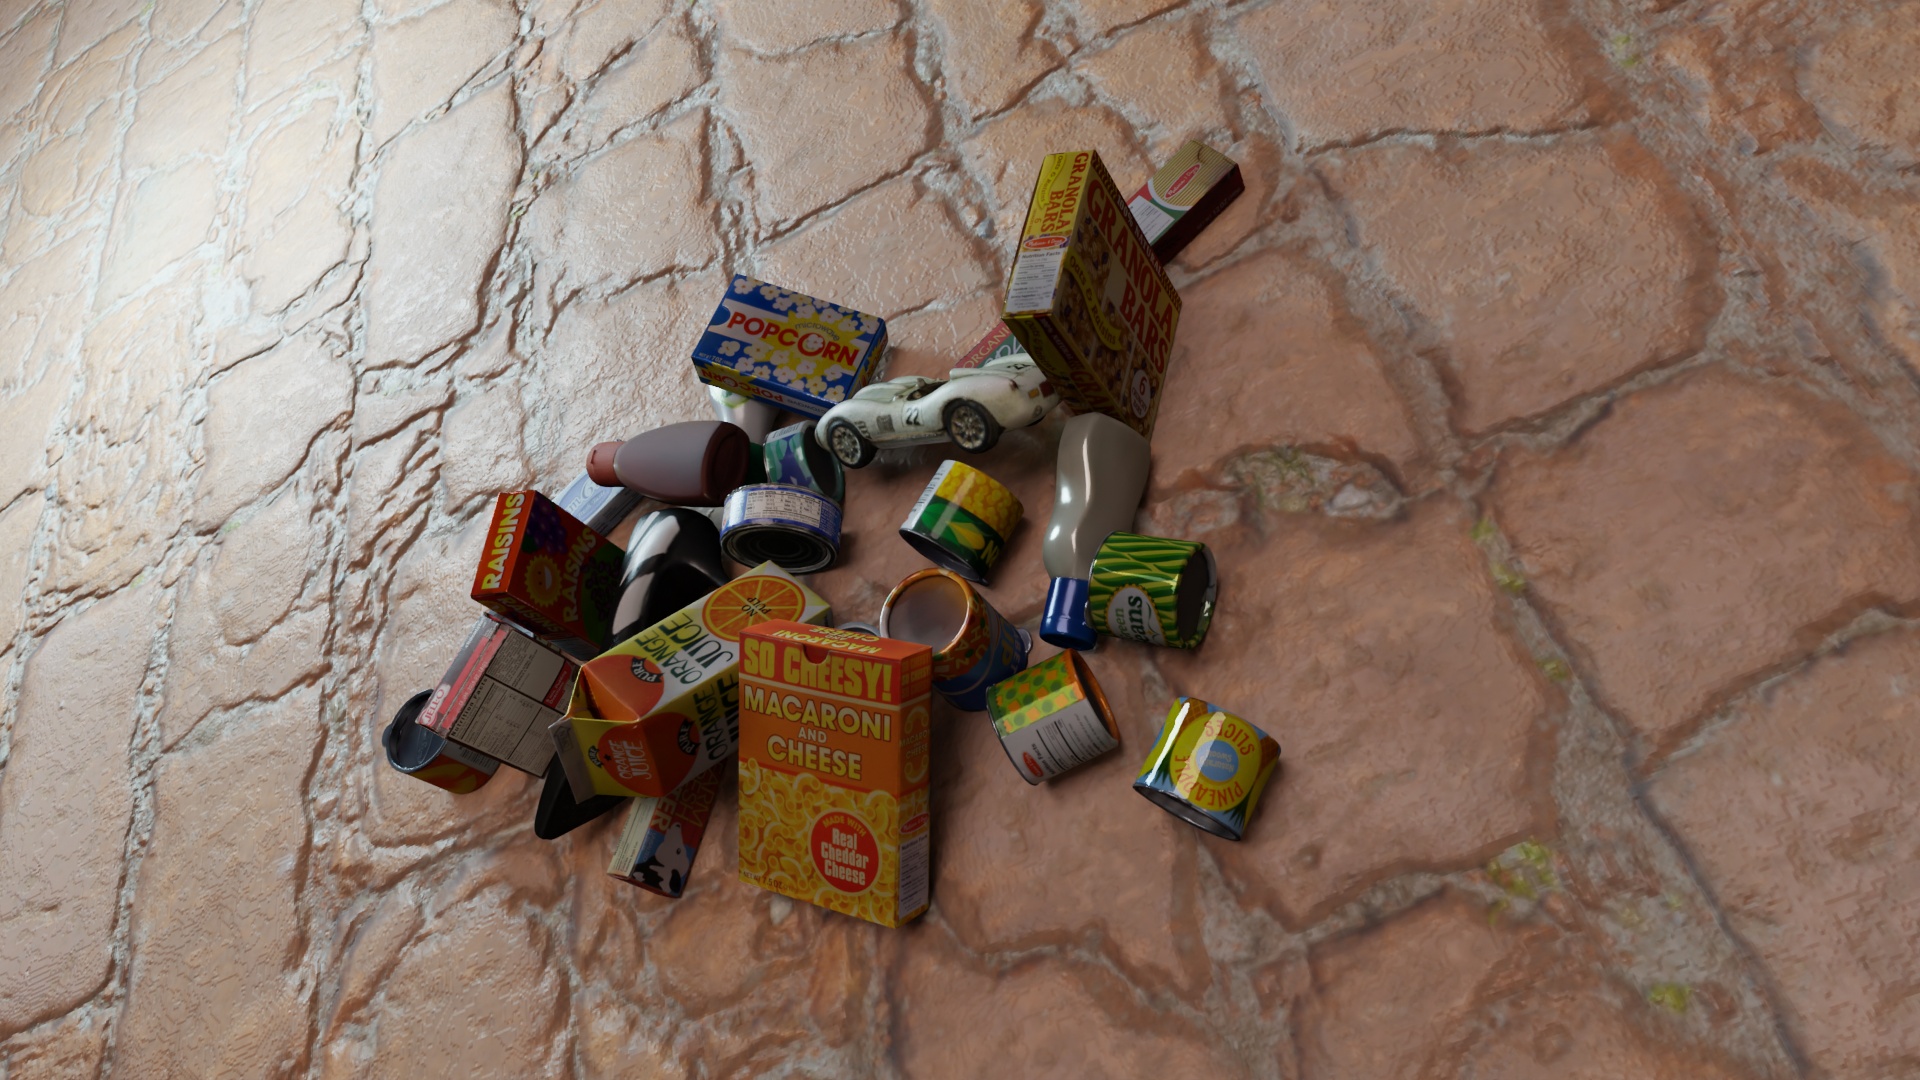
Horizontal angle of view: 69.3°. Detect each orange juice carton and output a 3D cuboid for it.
[{"bbox_3d":[-0.176,0.098,0.910,0.193,0.071,0.073,-31,45,-31],"label":"orange juice carton"}]

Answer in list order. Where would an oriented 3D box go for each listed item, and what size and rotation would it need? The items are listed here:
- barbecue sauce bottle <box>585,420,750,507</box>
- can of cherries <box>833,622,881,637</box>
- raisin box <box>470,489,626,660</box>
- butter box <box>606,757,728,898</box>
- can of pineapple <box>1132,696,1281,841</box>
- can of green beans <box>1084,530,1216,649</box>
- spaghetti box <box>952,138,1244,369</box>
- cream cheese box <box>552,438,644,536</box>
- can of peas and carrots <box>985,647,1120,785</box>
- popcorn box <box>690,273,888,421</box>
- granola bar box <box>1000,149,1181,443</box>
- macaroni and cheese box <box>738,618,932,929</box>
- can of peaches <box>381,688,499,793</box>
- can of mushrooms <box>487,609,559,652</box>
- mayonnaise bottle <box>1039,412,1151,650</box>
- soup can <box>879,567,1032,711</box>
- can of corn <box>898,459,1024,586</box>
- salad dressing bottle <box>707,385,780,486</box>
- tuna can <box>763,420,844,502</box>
[{"bbox_3d":[-0.226,-0.058,1.057,0.148,0.043,0.065,2,74,39],"label":"barbecue sauce bottle"},{"bbox_3d":[-0.064,0.095,0.914,0.071,0.058,0.072,-13,59,22],"label":"can of cherries"},{"bbox_3d":[-0.301,0.027,1.040,0.040,0.123,0.086,-6,61,26],"label":"raisin box"},{"bbox_3d":[-0.196,0.184,0.938,0.024,0.053,0.104,2,64,33],"label":"butter box"},{"bbox_3d":[0.139,0.128,0.779,0.071,0.071,0.058,19,74,35],"label":"can of pineapple"},{"bbox_3d":[0.118,0.030,0.848,0.058,0.071,0.071,9,68,31],"label":"can of green beans"},{"bbox_3d":[0.098,-0.189,1.007,0.250,0.028,0.050,-44,52,0],"label":"spaghetti box"},{"bbox_3d":[-0.300,-0.030,1.134,0.104,0.024,0.053,-44,51,-1],"label":"cream cheese box"},{"bbox_3d":[0.056,0.104,0.840,0.058,0.070,0.071,-28,54,12],"label":"can of peas and carrots"},{"bbox_3d":[-0.129,-0.146,1.066,0.127,0.038,0.085,18,66,9],"label":"popcorn box"},{"bbox_3d":[0.089,-0.152,0.905,0.039,0.165,0.124,2,65,31],"label":"granola bar box"},{"bbox_3d":[-0.078,0.140,0.854,0.124,0.040,0.166,7,101,31],"label":"macaroni and cheese box"},{"bbox_3d":[-0.393,0.154,1.058,0.071,0.058,0.071,-13,59,22],"label":"can of peaches"},{"bbox_3d":[-0.351,0.085,1.090,0.071,0.033,0.071,-13,58,22],"label":"can of mushrooms"},{"bbox_3d":[0.082,-0.005,0.891,0.041,0.064,0.148,-9,61,49],"label":"mayonnaise bottle"},{"bbox_3d":[-0.002,0.062,0.883,0.071,0.083,0.071,-13,58,22],"label":"soup can"},{"bbox_3d":[0.003,-0.012,0.935,0.071,0.071,0.058,24,76,36],"label":"can of corn"},{"bbox_3d":[-0.168,-0.099,1.089,0.064,0.044,0.148,-10,61,13],"label":"salad dressing bottle"},{"bbox_3d":[-0.114,-0.051,1.021,0.033,0.071,0.071,-18,56,18],"label":"tuna can"}]
